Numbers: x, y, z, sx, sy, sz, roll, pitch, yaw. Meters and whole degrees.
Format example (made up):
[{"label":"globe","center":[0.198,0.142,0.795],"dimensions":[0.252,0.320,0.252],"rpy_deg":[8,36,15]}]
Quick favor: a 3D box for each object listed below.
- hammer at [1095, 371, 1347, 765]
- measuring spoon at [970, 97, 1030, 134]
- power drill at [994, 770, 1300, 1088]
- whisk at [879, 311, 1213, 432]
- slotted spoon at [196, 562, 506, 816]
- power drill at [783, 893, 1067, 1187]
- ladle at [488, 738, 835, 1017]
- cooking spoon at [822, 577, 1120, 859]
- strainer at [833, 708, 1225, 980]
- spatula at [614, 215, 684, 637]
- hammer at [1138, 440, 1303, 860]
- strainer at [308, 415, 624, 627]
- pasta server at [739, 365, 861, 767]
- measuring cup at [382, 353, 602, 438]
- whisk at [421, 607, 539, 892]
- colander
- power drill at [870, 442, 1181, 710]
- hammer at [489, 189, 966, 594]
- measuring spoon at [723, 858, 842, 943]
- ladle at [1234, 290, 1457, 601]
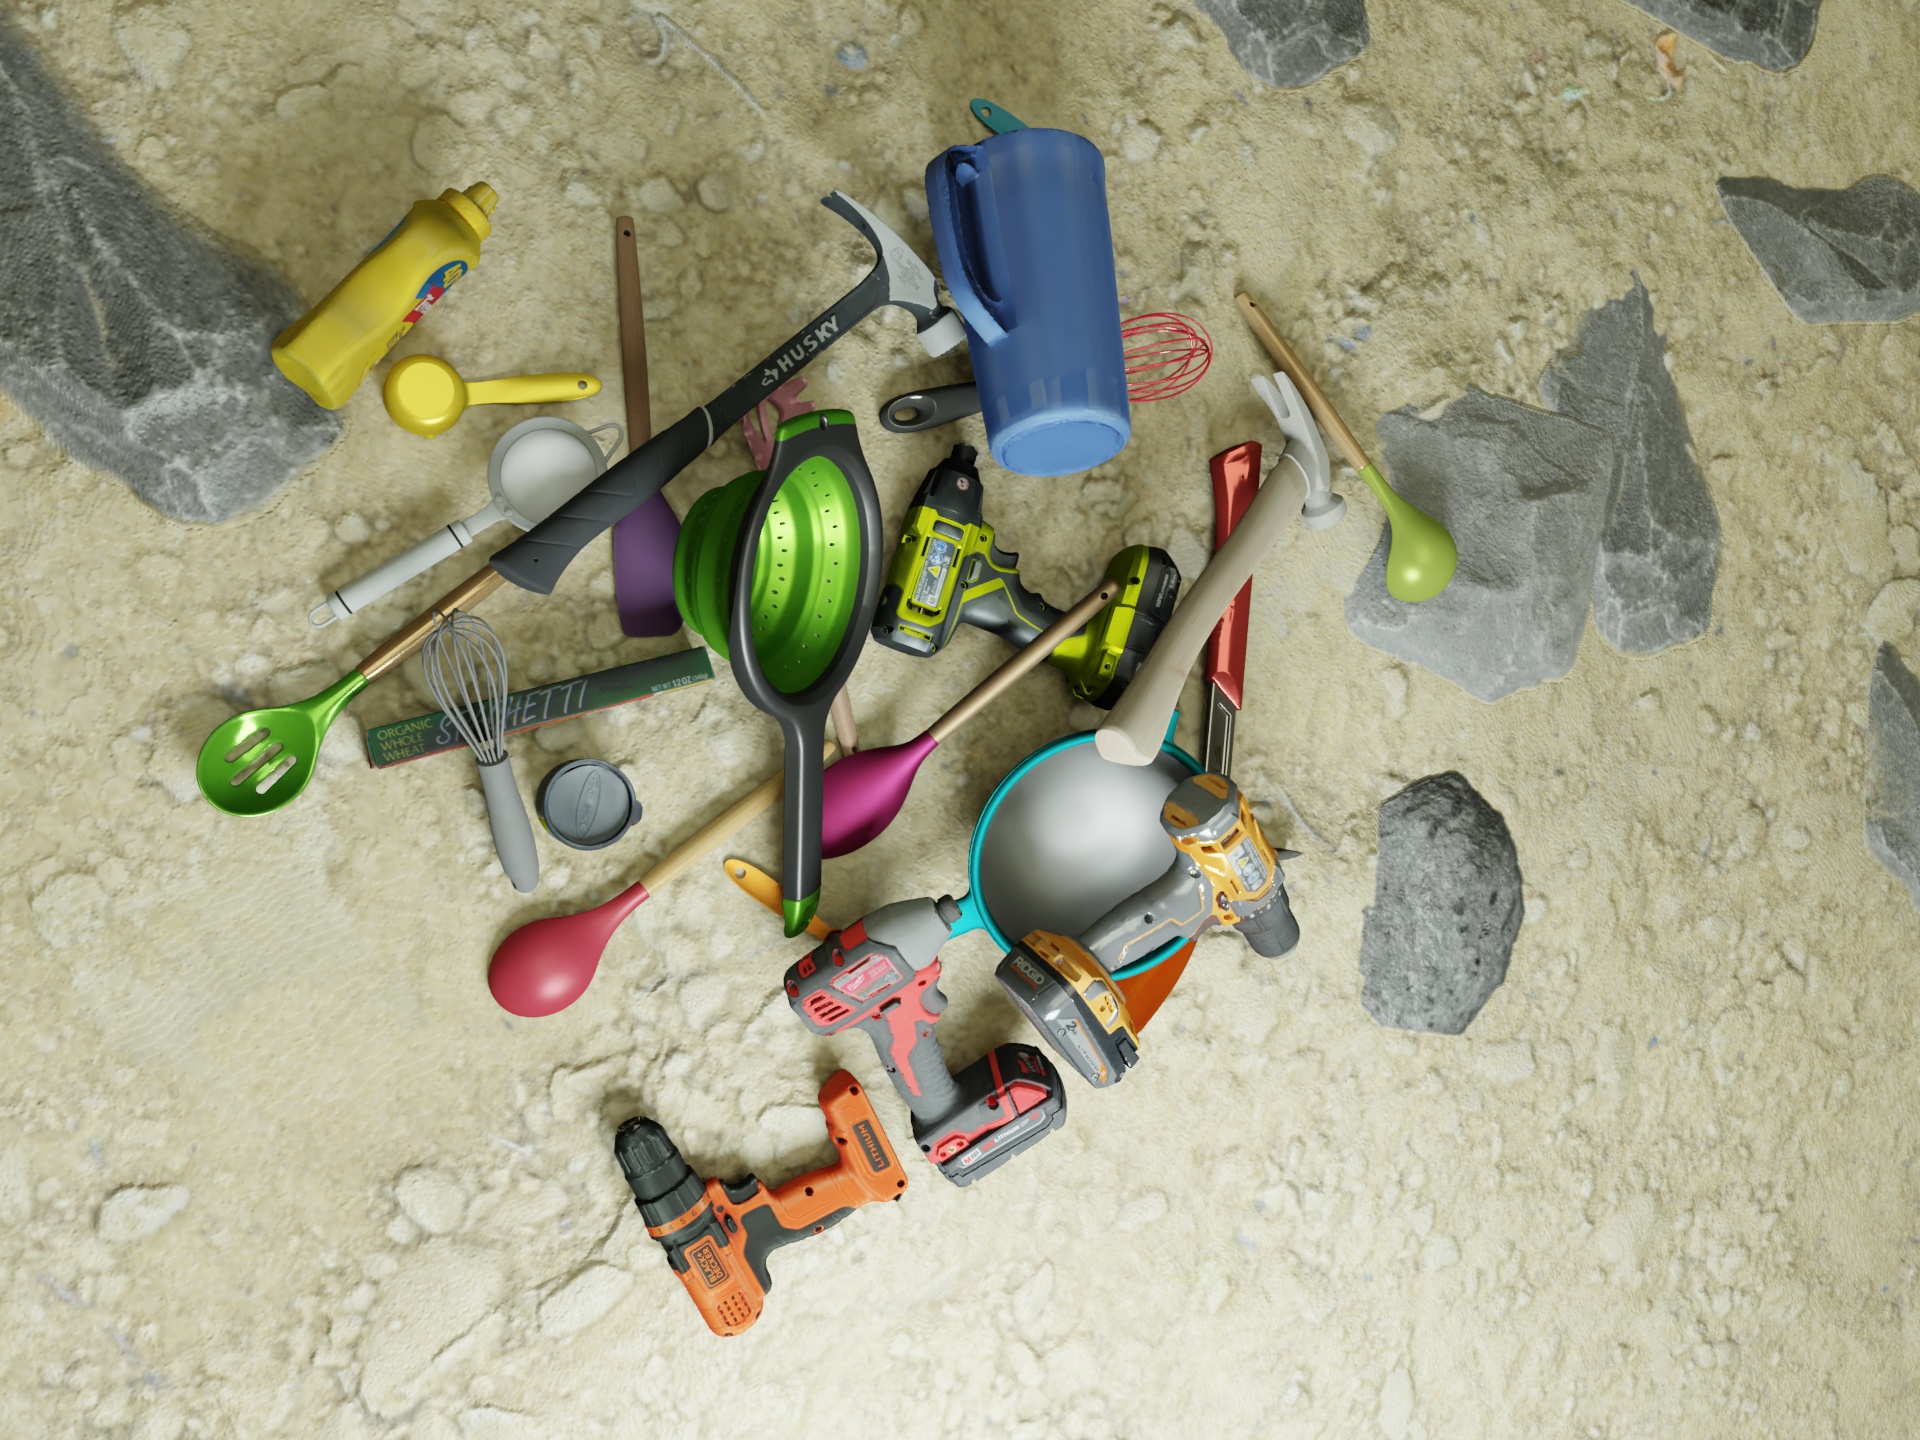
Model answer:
[{"label":"hammer","center":[0.201,-0.117,1.252],"dimensions":[0.411,0.038,0.146],"rpy_deg":[-53,123,-39]},{"label":"measuring spoon","center":[0.061,-0.473,1.323],"dimensions":[0.128,0.021,0.042],"rpy_deg":[34,79,-7]},{"label":"power drill","center":[0.156,0.171,1.204],"dimensions":[0.226,0.084,0.185],"rpy_deg":[-42,126,-10]},{"label":"whisk","center":[0.074,-0.278,1.301],"dimensions":[0.296,0.073,0.073],"rpy_deg":[-16,94,-14]},{"label":"slotted spoon","center":[-0.403,-0.046,1.134],"dimensions":[0.314,0.031,0.070],"rpy_deg":[-43,103,-18]},{"label":"power drill","center":[-0.018,0.235,1.207],"dimensions":[0.143,0.079,0.219],"rpy_deg":[-34,111,5]},{"label":"ladle","center":[-0.217,0.112,1.200],"dimensions":[0.315,0.031,0.069],"rpy_deg":[-39,102,-19]},{"label":"cooking spoon","center":[-0.002,-0.004,1.235],"dimensions":[0.319,0.017,0.068],"rpy_deg":[-40,103,3]},{"label":"strainer","center":[0.043,0.121,1.267],"dimensions":[0.340,0.095,0.211],"rpy_deg":[-23,110,-3]},{"label":"spatula","center":[-0.240,-0.221,1.201],"dimensions":[0.059,0.018,0.316],"rpy_deg":[-5,92,-21]},{"label":"hammer","center":[0.237,-0.059,1.364],"dimensions":[0.149,0.037,0.359],"rpy_deg":[6,87,-20]},{"label":"strainer","center":[-0.355,-0.140,1.147],"dimensions":[0.258,0.050,0.087],"rpy_deg":[-34,93,-12]},{"label":"pasta server","center":[-0.117,-0.117,1.235],"dimensions":[0.060,0.040,0.316],"rpy_deg":[-16,96,-27]},{"label":"measuring cup","center":[-0.339,-0.242,1.159],"dimensions":[0.156,0.029,0.062],"rpy_deg":[-9,92,-19]},{"label":"whisk","center":[-0.327,0.026,1.103],"dimensions":[0.055,0.055,0.238],"rpy_deg":[-18,126,-20]},{"label":"colander","center":[-0.145,-0.031,1.170],"dimensions":[0.094,0.204,0.397],"rpy_deg":[11,109,22]},{"label":"power drill","center":[0.055,-0.111,1.279],"dimensions":[0.223,0.080,0.171],"rpy_deg":[19,83,-16]},{"label":"hammer","center":[-0.176,-0.231,1.166],"dimensions":[0.409,0.036,0.149],"rpy_deg":[-43,110,-20]},{"label":"measuring spoon","center":[-0.137,0.144,1.238],"dimensions":[0.117,0.011,0.021],"rpy_deg":[37,78,-12]},{"label":"ladle","center":[0.335,-0.242,1.409],"dimensions":[0.078,0.062,0.320],"rpy_deg":[-39,95,-23]}]
